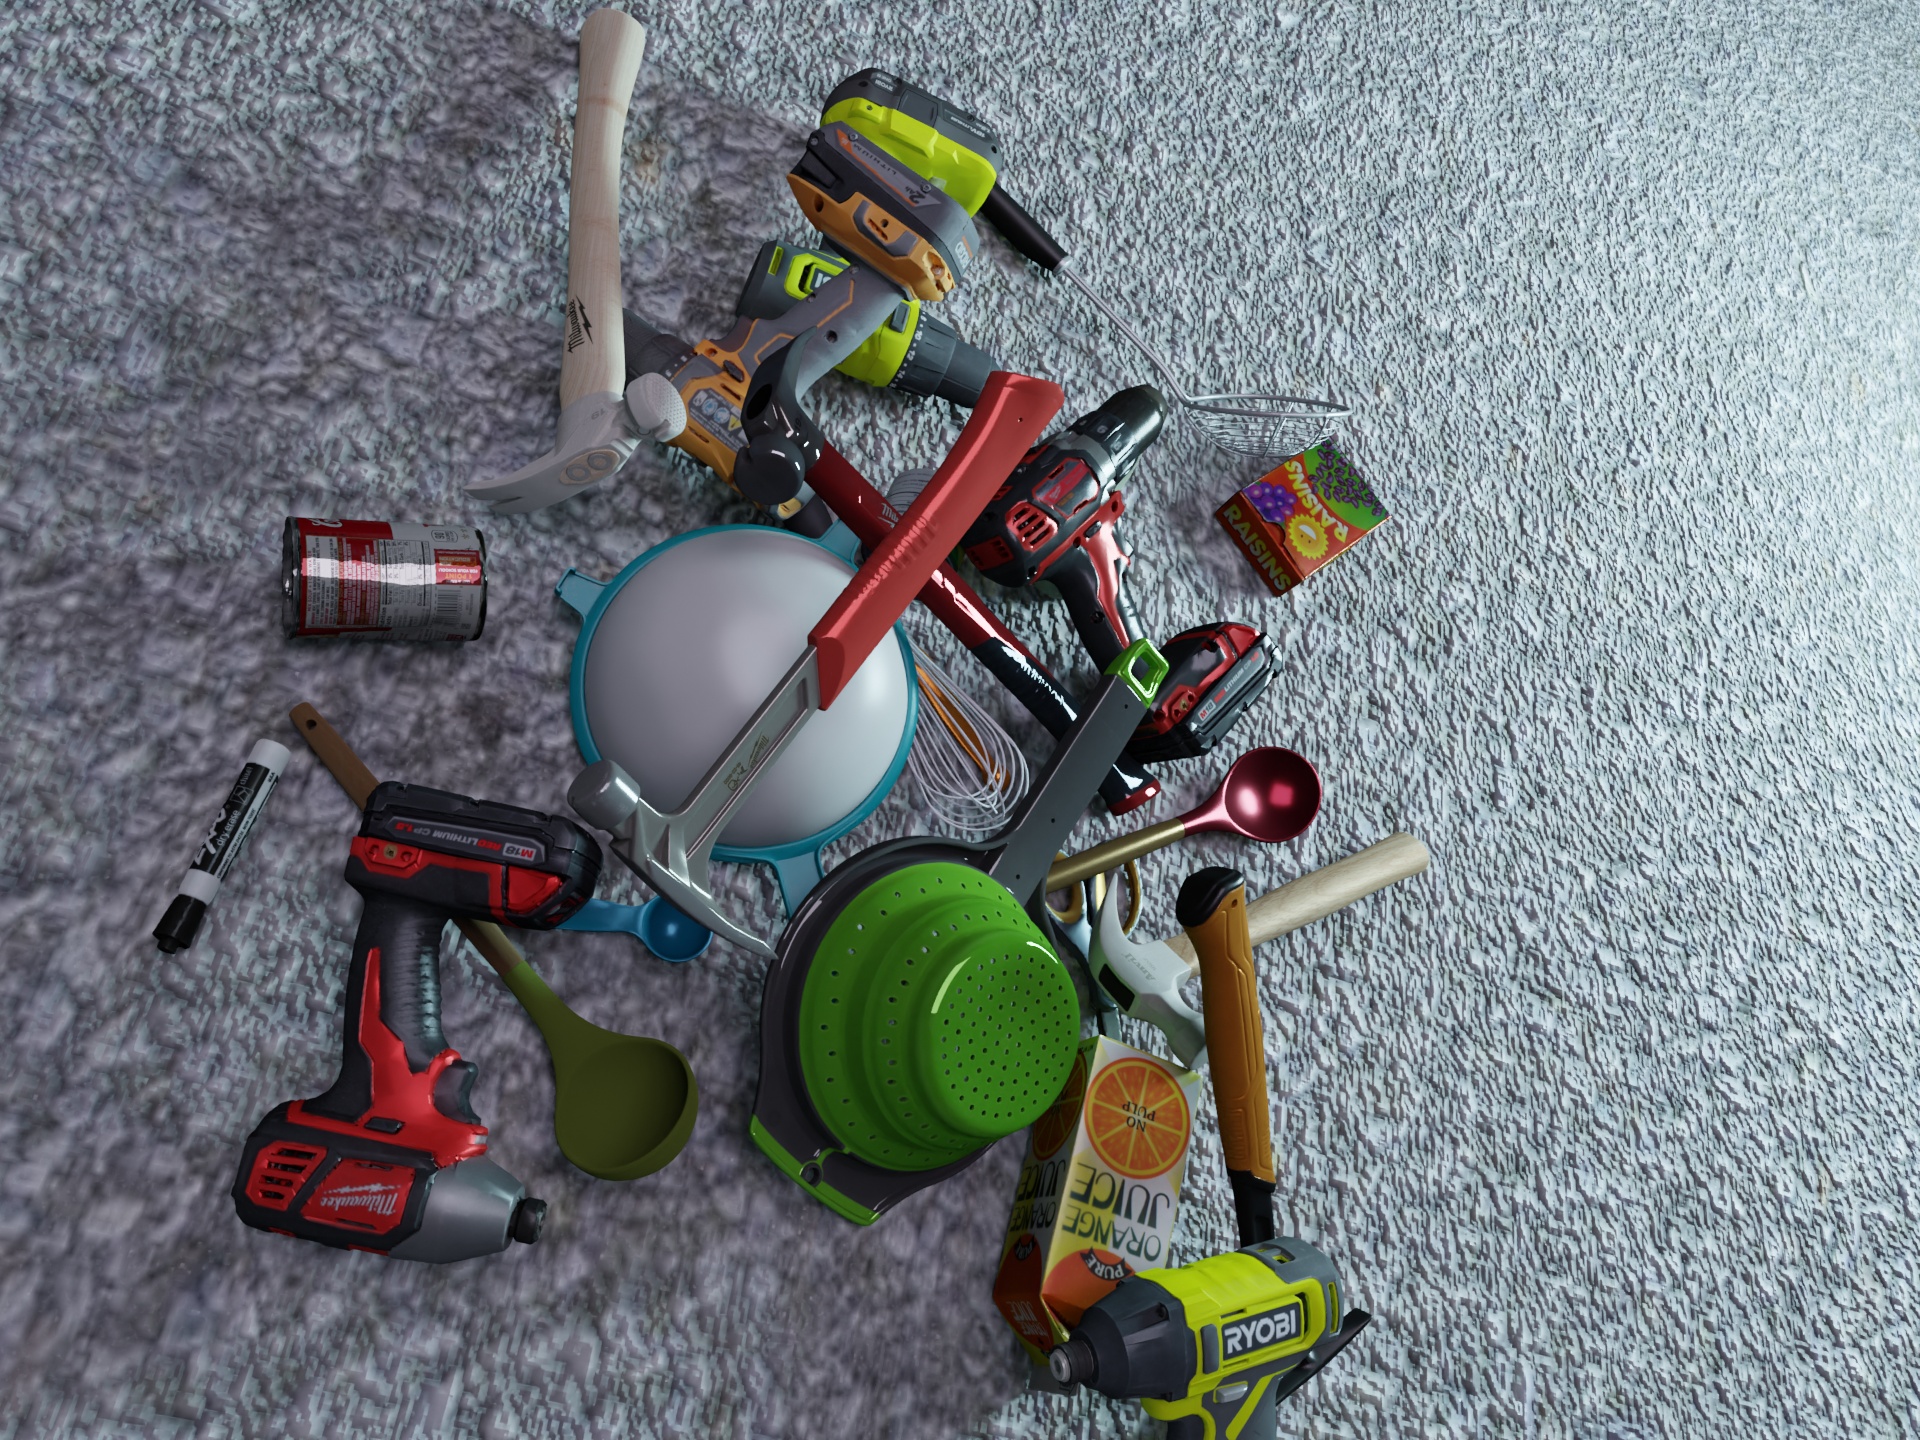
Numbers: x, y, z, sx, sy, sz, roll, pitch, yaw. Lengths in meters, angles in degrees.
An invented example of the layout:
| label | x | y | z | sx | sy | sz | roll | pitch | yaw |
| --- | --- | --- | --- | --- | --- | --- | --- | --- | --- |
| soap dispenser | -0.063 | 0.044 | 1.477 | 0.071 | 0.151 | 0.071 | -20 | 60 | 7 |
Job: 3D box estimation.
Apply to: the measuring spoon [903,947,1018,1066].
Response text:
| label | x | y | z | sx | sy | sz | roll | pitch | yaw |
| --- | --- | --- | --- | --- | --- | --- | --- | --- | --- |
| measuring spoon | 0.004 | 0.173 | 0.975 | 0.124 | 0.018 | 0.034 | 44 | 56 | -4 |

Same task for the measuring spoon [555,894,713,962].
| label | x | y | z | sx | sy | sz | roll | pitch | yaw |
| --- | --- | --- | --- | --- | --- | --- | --- | --- | --- |
| measuring spoon | -0.205 | 0.113 | 0.901 | 0.128 | 0.021 | 0.042 | 9 | 67 | -13 |

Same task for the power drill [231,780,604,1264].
| label | x | y | z | sx | sy | sz | roll | pitch | yaw |
| --- | --- | --- | --- | --- | --- | --- | --- | --- | --- |
| power drill | -0.254 | 0.151 | 0.784 | 0.143 | 0.078 | 0.220 | 12 | 75 | 0 |

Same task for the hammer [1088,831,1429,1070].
| label | x | y | z | sx | sy | sz | roll | pitch | yaw |
| --- | --- | --- | --- | --- | --- | --- | --- | --- | --- |
| hammer | 0.210 | 0.127 | 1.061 | 0.331 | 0.031 | 0.130 | -15 | 47 | -42 |

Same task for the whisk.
| label | x | y | z | sx | sy | sz | roll | pitch | yaw |
| --- | --- | --- | --- | --- | --- | --- | --- | --- | --- |
| whisk | -0.047 | -0.053 | 1.032 | 0.070 | 0.070 | 0.285 | -25 | 77 | -33 |

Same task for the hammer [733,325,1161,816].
| label | x | y | z | sx | sy | sz | roll | pitch | yaw |
| --- | --- | --- | --- | --- | --- | --- | --- | --- | --- |
| hammer | 0.006 | -0.074 | 0.993 | 0.385 | 0.038 | 0.143 | 44 | 32 | -32 |

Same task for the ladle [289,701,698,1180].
| label | x | y | z | sx | sy | sz | roll | pitch | yaw |
| --- | --- | --- | --- | --- | --- | --- | --- | --- | --- |
| ladle | -0.256 | 0.111 | 0.849 | 0.078 | 0.062 | 0.320 | -39 | 86 | -18 |

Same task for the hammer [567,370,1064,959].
| label | x | y | z | sx | sy | sz | roll | pitch | yaw |
| --- | --- | --- | --- | --- | --- | --- | --- | --- | --- |
| hammer | -0.051 | -0.048 | 0.869 | 0.359 | 0.037 | 0.149 | -53 | 126 | -17 |

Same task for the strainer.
| label | x | y | z | sx | sy | sz | roll | pitch | yaw |
| --- | --- | --- | --- | --- | --- | --- | --- | --- | --- |
| strainer | -0.102 | 0.033 | 0.915 | 0.211 | 0.095 | 0.340 | -14 | 79 | -16 |

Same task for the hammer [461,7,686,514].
| label | x | y | z | sx | sy | sz | roll | pitch | yaw |
| --- | --- | --- | --- | --- | --- | --- | --- | --- | --- |
| hammer | -0.245 | -0.316 | 1.032 | 0.038 | 0.146 | 0.411 | 39 | 37 | -49 |

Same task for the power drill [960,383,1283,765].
| label | x | y | z | sx | sy | sz | roll | pitch | yaw |
| --- | --- | --- | --- | --- | --- | --- | --- | --- | --- |
| power drill | 0.122 | -0.103 | 1.083 | 0.188 | 0.080 | 0.226 | -45 | 106 | -27 |

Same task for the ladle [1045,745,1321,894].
| label | x | y | z | sx | sy | sz | roll | pitch | yaw |
| --- | --- | --- | --- | --- | --- | --- | --- | --- | --- |
| ladle | 0.128 | 0.080 | 1.059 | 0.315 | 0.031 | 0.069 | -16 | 81 | -37 |

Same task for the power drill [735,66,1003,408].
| label | x | y | z | sx | sy | sz | roll | pitch | yaw |
| --- | --- | --- | --- | --- | --- | --- | --- | --- | --- |
| power drill | -0.044 | -0.340 | 1.149 | 0.190 | 0.080 | 0.229 | 21 | 63 | -16 |

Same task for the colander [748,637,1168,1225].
| label | x | y | z | sx | sy | sz | roll | pitch | yaw |
| --- | --- | --- | --- | --- | --- | --- | --- | --- | --- |
| colander | 0.041 | 0.106 | 0.917 | 0.204 | 0.094 | 0.397 | 46 | 65 | -27 |

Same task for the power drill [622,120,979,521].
| label | x | y | z | sx | sy | sz | roll | pitch | yaw |
| --- | --- | --- | --- | --- | --- | --- | --- | --- | --- |
| power drill | -0.119 | -0.267 | 1.019 | 0.185 | 0.084 | 0.226 | 38 | 92 | 10 |

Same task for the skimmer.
| label | x | y | z | sx | sy | sz | roll | pitch | yaw |
| --- | --- | --- | --- | --- | --- | --- | --- | --- | --- |
| skimmer | 0.142 | -0.332 | 1.231 | 0.363 | 0.090 | 0.127 | 44 | 23 | 0 |

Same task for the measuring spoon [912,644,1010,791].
| label | x | y | z | sx | sy | sz | roll | pitch | yaw |
| --- | --- | --- | --- | --- | --- | --- | --- | --- | --- |
| measuring spoon | -0.002 | -0.003 | 1.055 | 0.021 | 0.011 | 0.117 | -30 | 83 | -34 |

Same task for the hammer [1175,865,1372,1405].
| label | x | y | z | sx | sy | sz | roll | pitch | yaw |
| --- | --- | --- | --- | --- | --- | --- | --- | --- | --- |
| hammer | 0.172 | 0.241 | 0.924 | 0.127 | 0.034 | 0.336 | -21 | 109 | -34 |

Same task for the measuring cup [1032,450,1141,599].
| label | x | y | z | sx | sy | sz | roll | pitch | yaw |
| --- | --- | --- | --- | --- | --- | --- | --- | --- | --- |
| measuring cup | 0.094 | -0.154 | 1.158 | 0.083 | 0.038 | 0.168 | 36 | 55 | -8 |

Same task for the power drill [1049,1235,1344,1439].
| label | x | y | z | sx | sy | sz | roll | pitch | yaw |
| --- | --- | --- | --- | --- | --- | --- | --- | --- | --- |
| power drill | 0.127 | 0.404 | 0.849 | 0.171 | 0.080 | 0.223 | -4 | 93 | -29 |
